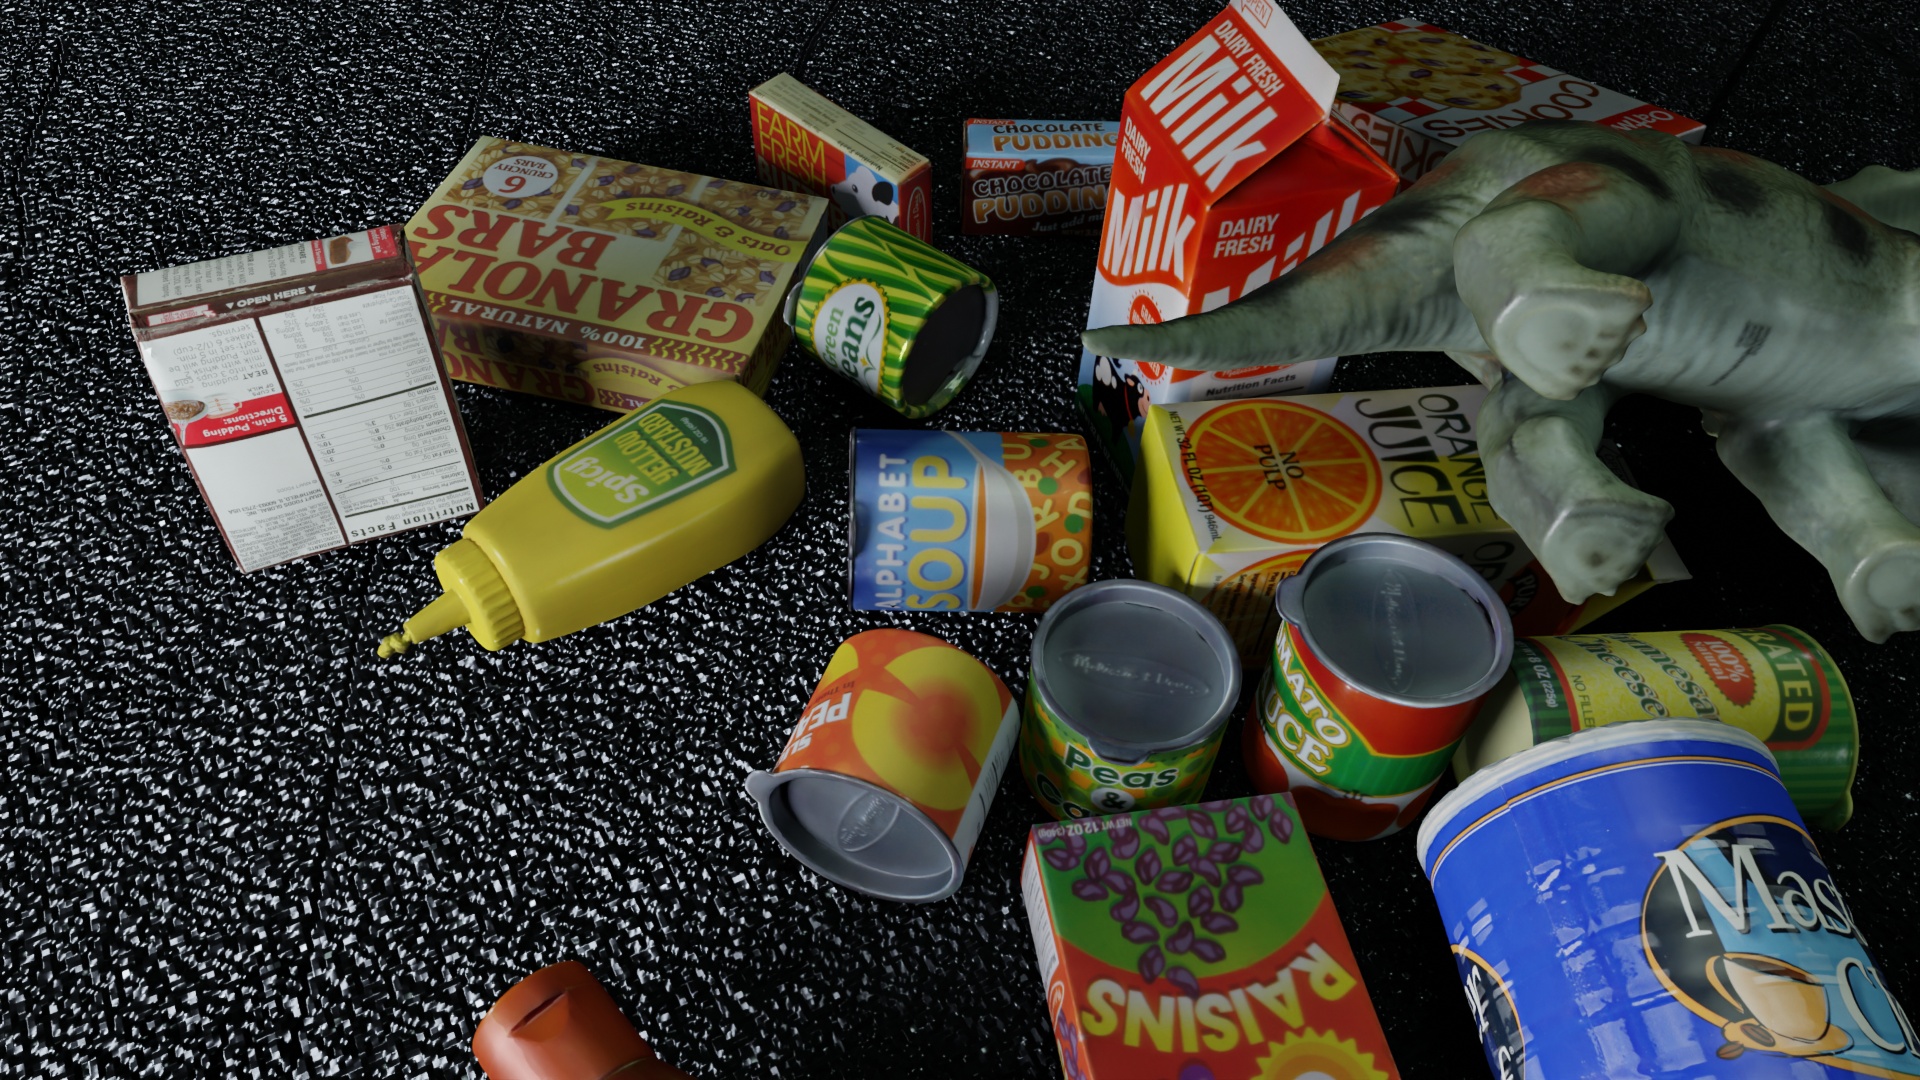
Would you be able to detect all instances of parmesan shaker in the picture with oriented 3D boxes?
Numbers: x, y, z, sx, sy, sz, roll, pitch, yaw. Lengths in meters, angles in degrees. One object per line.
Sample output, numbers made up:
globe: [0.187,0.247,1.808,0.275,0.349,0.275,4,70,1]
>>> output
parmesan shaker: [0.222,0.064,0.452,0.103,0.071,0.071,-2,49,-5]

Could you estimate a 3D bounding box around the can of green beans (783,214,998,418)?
can of green beans: [-0.026,-0.092,0.572,0.058,0.071,0.071,34,55,22]

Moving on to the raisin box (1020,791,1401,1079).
raisin box: [0.071,0.139,0.396,0.086,0.039,0.124,-5,48,-9]

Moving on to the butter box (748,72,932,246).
butter box: [-0.056,-0.173,0.650,0.104,0.052,0.024,37,59,26]

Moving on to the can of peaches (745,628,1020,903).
can of peaches: [-0.023,0.068,0.431,0.071,0.070,0.058,17,50,11]

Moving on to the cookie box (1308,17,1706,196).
cookie box: [0.229,-0.189,0.640,0.123,0.040,0.168,-23,45,-29]

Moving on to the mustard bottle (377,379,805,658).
mustard bottle: [-0.132,-0.001,0.497,0.161,0.048,0.065,-34,57,-29]

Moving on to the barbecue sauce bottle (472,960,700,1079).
barbecue sauce bottle: [-0.069,0.172,0.354,0.065,0.043,0.149,-35,59,-28]

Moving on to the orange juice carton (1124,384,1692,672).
orange juice carton: [0.163,-0.006,0.506,0.193,0.072,0.072,-4,49,-8]

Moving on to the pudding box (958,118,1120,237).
pudding box: [0.042,-0.172,0.657,0.084,0.049,0.030,1,50,-3]

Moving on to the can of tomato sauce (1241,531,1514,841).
can of tomato sauce: [0.129,0.049,0.448,0.071,0.082,0.071,2,49,-2]

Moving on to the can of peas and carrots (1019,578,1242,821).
can of peas and carrots: [0.053,0.058,0.452,0.071,0.058,0.071,2,50,-2]

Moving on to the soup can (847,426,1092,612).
soup can: [0.002,-0.006,0.497,0.084,0.071,0.072,1,49,-3]

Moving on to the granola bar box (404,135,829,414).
granola bar box: [-0.153,-0.112,0.599,0.166,0.038,0.125,12,49,6]

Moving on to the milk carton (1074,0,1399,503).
milk carton: [0.097,-0.102,0.507,0.073,0.189,0.072,-12,51,-14]
